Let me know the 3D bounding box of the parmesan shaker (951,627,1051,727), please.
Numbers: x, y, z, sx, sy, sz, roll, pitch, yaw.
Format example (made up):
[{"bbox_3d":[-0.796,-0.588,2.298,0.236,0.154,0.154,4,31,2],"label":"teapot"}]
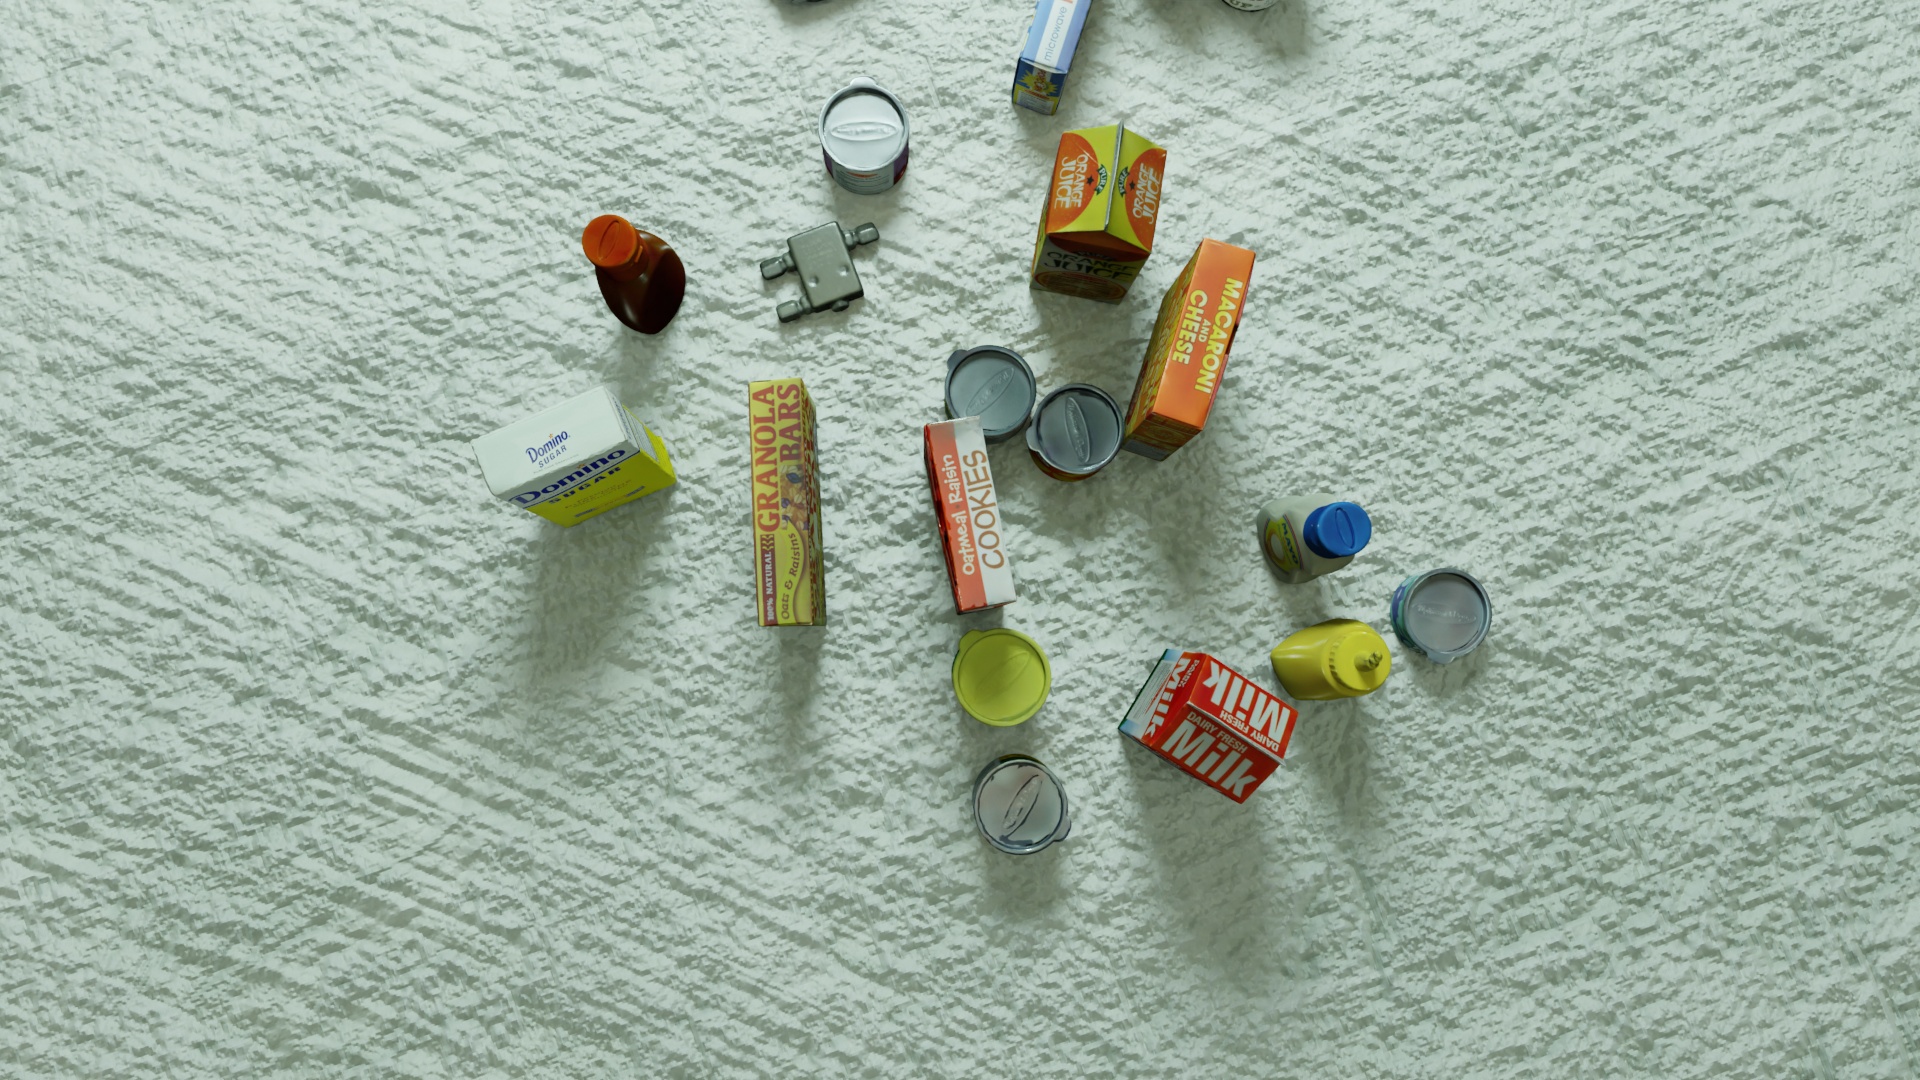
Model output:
[{"bbox_3d":[0.025,0.093,0.981,0.071,0.103,0.071,0,86,-1],"label":"parmesan shaker"}]

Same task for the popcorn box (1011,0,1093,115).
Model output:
[{"bbox_3d":[0.075,-0.391,1.028,0.038,0.085,0.126,18,86,0],"label":"popcorn box"}]

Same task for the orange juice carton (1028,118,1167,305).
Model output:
[{"bbox_3d":[0.094,-0.224,0.962,0.073,0.192,0.072,10,86,-1],"label":"orange juice carton"}]

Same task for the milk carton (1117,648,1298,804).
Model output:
[{"bbox_3d":[0.167,0.123,0.939,0.072,0.190,0.073,32,86,1],"label":"milk carton"}]

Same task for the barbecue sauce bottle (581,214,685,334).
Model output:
[{"bbox_3d":[-0.229,-0.189,0.973,0.044,0.148,0.065,22,86,0],"label":"barbecue sauce bottle"}]

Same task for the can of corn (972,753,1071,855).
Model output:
[{"bbox_3d":[0.044,0.189,0.997,0.071,0.058,0.071,0,86,-1],"label":"can of corn"}]

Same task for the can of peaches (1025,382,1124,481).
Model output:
[{"bbox_3d":[0.081,-0.078,1.018,0.071,0.058,0.071,0,86,-1],"label":"can of peaches"}]

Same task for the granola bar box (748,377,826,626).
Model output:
[{"bbox_3d":[-0.121,-0.022,0.975,0.039,0.124,0.165,-3,86,-2],"label":"granola bar box"}]

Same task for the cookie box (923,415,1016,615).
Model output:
[{"bbox_3d":[0.003,-0.012,0.956,0.040,0.167,0.123,-12,87,-2],"label":"cookie box"}]

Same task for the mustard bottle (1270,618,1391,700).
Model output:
[{"bbox_3d":[0.262,0.084,0.960,0.065,0.160,0.049,-27,87,-3],"label":"mustard bottle"}]

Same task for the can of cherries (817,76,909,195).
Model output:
[{"bbox_3d":[-0.070,-0.299,1.030,0.071,0.058,0.071,0,86,-1],"label":"can of cherries"}]

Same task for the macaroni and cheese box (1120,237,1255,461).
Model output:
[{"bbox_3d":[0.155,-0.128,0.969,0.040,0.166,0.124,17,86,0],"label":"macaroni and cheese box"}]

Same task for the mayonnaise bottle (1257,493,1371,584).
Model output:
[{"bbox_3d":[0.247,-0.004,0.972,0.041,0.148,0.065,-17,87,-2],"label":"mayonnaise bottle"}]

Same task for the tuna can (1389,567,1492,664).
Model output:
[{"bbox_3d":[0.354,0.056,1.028,0.071,0.033,0.071,0,86,-2],"label":"tuna can"}]

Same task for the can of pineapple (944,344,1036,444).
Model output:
[{"bbox_3d":[0.020,-0.107,1.019,0.071,0.058,0.071,0,86,-1],"label":"can of pineapple"}]
